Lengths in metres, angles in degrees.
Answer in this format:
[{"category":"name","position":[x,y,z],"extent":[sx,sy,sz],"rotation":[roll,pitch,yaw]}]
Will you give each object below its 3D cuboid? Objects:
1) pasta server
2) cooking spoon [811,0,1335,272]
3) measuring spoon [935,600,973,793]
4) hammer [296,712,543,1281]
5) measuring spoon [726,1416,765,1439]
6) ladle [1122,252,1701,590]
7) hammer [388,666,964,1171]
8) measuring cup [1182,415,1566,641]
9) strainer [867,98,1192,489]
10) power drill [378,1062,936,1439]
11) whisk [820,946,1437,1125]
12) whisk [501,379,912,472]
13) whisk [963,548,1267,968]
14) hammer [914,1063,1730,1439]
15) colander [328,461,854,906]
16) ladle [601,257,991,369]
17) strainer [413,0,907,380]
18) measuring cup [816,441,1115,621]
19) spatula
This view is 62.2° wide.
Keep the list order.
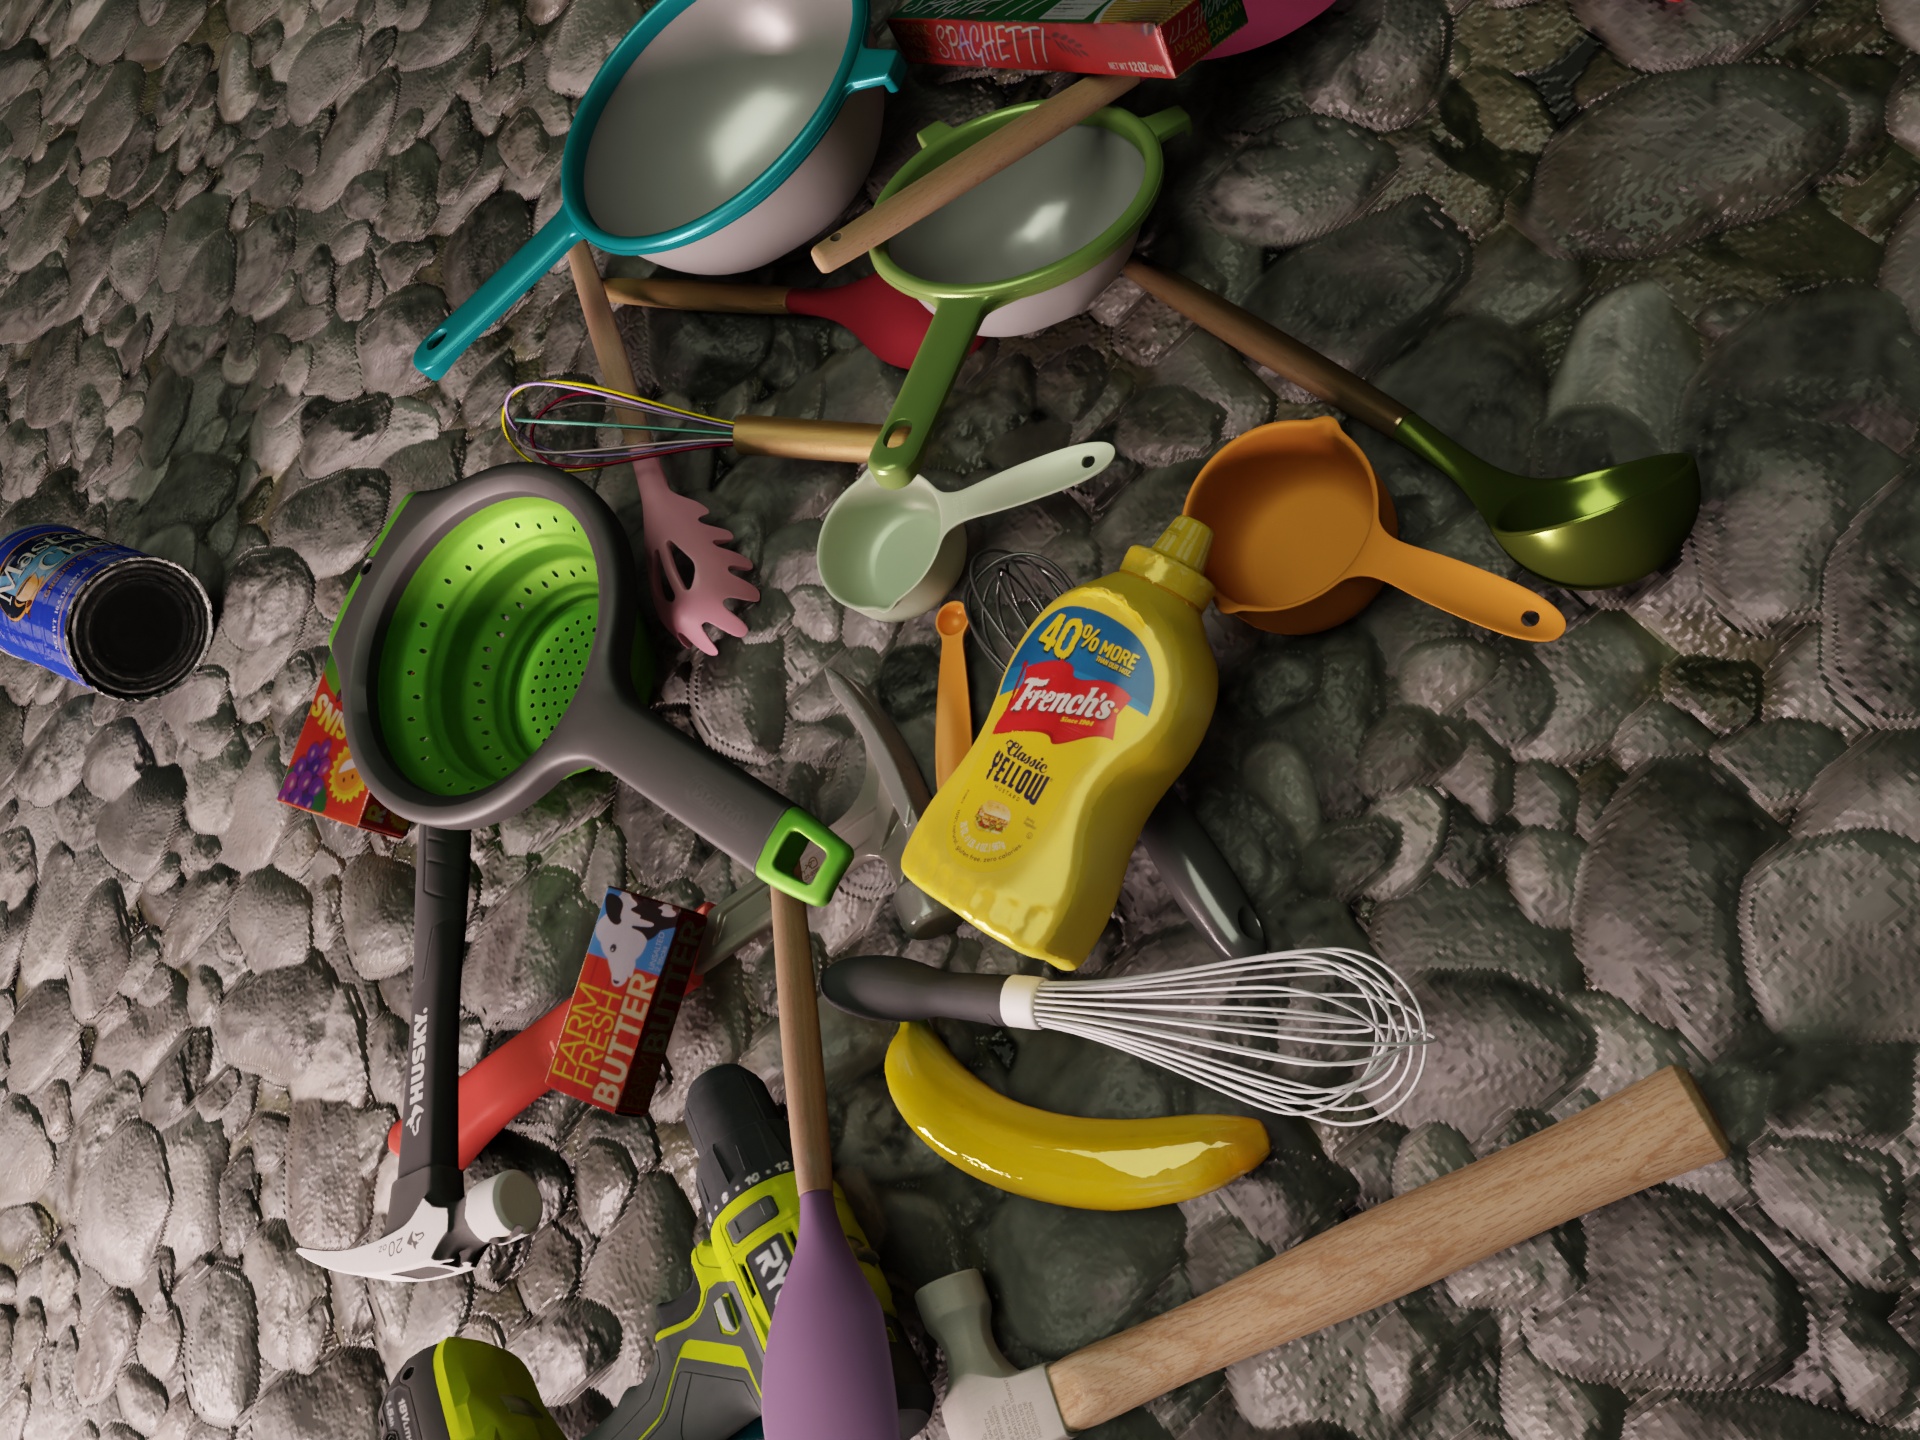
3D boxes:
[{"category":"pasta server","position":[-0.189,-0.176,0.936],"extent":[0.060,0.040,0.316],"rotation":[-32,60,19]},{"category":"cooking spoon","position":[0.064,-0.308,0.782],"extent":[0.319,0.017,0.069],"rotation":[-33,54,-5]},{"category":"measuring spoon","position":[-0.001,-0.003,0.788],"extent":[0.021,0.011,0.117],"rotation":[-9,74,29]},{"category":"hammer","position":[-0.288,0.136,0.866],"extent":[0.146,0.035,0.335],"rotation":[-28,52,24]},{"category":"measuring spoon","position":[-0.094,0.324,0.736],"extent":[0.128,0.021,0.042],"rotation":[-19,56,15]},{"category":"ladle","position":[0.178,-0.151,0.700],"extent":[0.078,0.062,0.320],"rotation":[-28,50,-22]},{"category":"hammer","position":[-0.164,0.127,0.826],"extent":[0.359,0.036,0.149],"rotation":[-35,60,17]},{"category":"measuring cup","position":[0.178,-0.064,0.674],"extent":[0.174,0.052,0.095],"rotation":[29,90,33]},{"category":"strainer","position":[0.017,-0.197,0.775],"extent":[0.151,0.069,0.256],"rotation":[7,58,26]},{"category":"power drill","position":[-0.143,0.284,0.722],"extent":[0.228,0.080,0.191],"rotation":[-36,53,2]},{"category":"whisk","position":[0.056,0.122,0.671],"extent":[0.285,0.070,0.070],"rotation":[-1,74,31]},{"category":"whisk","position":[-0.141,-0.155,0.873],"extent":[0.245,0.051,0.047],"rotation":[6,88,14]},{"category":"whisk","position":[0.068,0.012,0.719],"extent":[0.055,0.055,0.239],"rotation":[-39,62,15]},{"category":"hammer","position":[0.135,0.223,0.618],"extent":[0.331,0.031,0.130],"rotation":[-32,60,19]},{"category":"colander","position":[-0.180,0.000,0.840],"extent":[0.397,0.094,0.204],"rotation":[29,91,35]},{"category":"ladle","position":[-0.115,-0.246,0.924],"extent":[0.316,0.031,0.069],"rotation":[14,80,35]},{"category":"strainer","position":[-0.168,-0.294,0.924],"extent":[0.340,0.095,0.211],"rotation":[-38,52,14]},{"category":"measuring cup","position":[0.007,-0.100,0.797],"extent":[0.167,0.038,0.083],"rotation":[-18,66,23]},{"category":"spatula","position":[-0.068,0.182,0.695],"extent":[0.060,0.018,0.316],"rotation":[-18,57,14]}]
